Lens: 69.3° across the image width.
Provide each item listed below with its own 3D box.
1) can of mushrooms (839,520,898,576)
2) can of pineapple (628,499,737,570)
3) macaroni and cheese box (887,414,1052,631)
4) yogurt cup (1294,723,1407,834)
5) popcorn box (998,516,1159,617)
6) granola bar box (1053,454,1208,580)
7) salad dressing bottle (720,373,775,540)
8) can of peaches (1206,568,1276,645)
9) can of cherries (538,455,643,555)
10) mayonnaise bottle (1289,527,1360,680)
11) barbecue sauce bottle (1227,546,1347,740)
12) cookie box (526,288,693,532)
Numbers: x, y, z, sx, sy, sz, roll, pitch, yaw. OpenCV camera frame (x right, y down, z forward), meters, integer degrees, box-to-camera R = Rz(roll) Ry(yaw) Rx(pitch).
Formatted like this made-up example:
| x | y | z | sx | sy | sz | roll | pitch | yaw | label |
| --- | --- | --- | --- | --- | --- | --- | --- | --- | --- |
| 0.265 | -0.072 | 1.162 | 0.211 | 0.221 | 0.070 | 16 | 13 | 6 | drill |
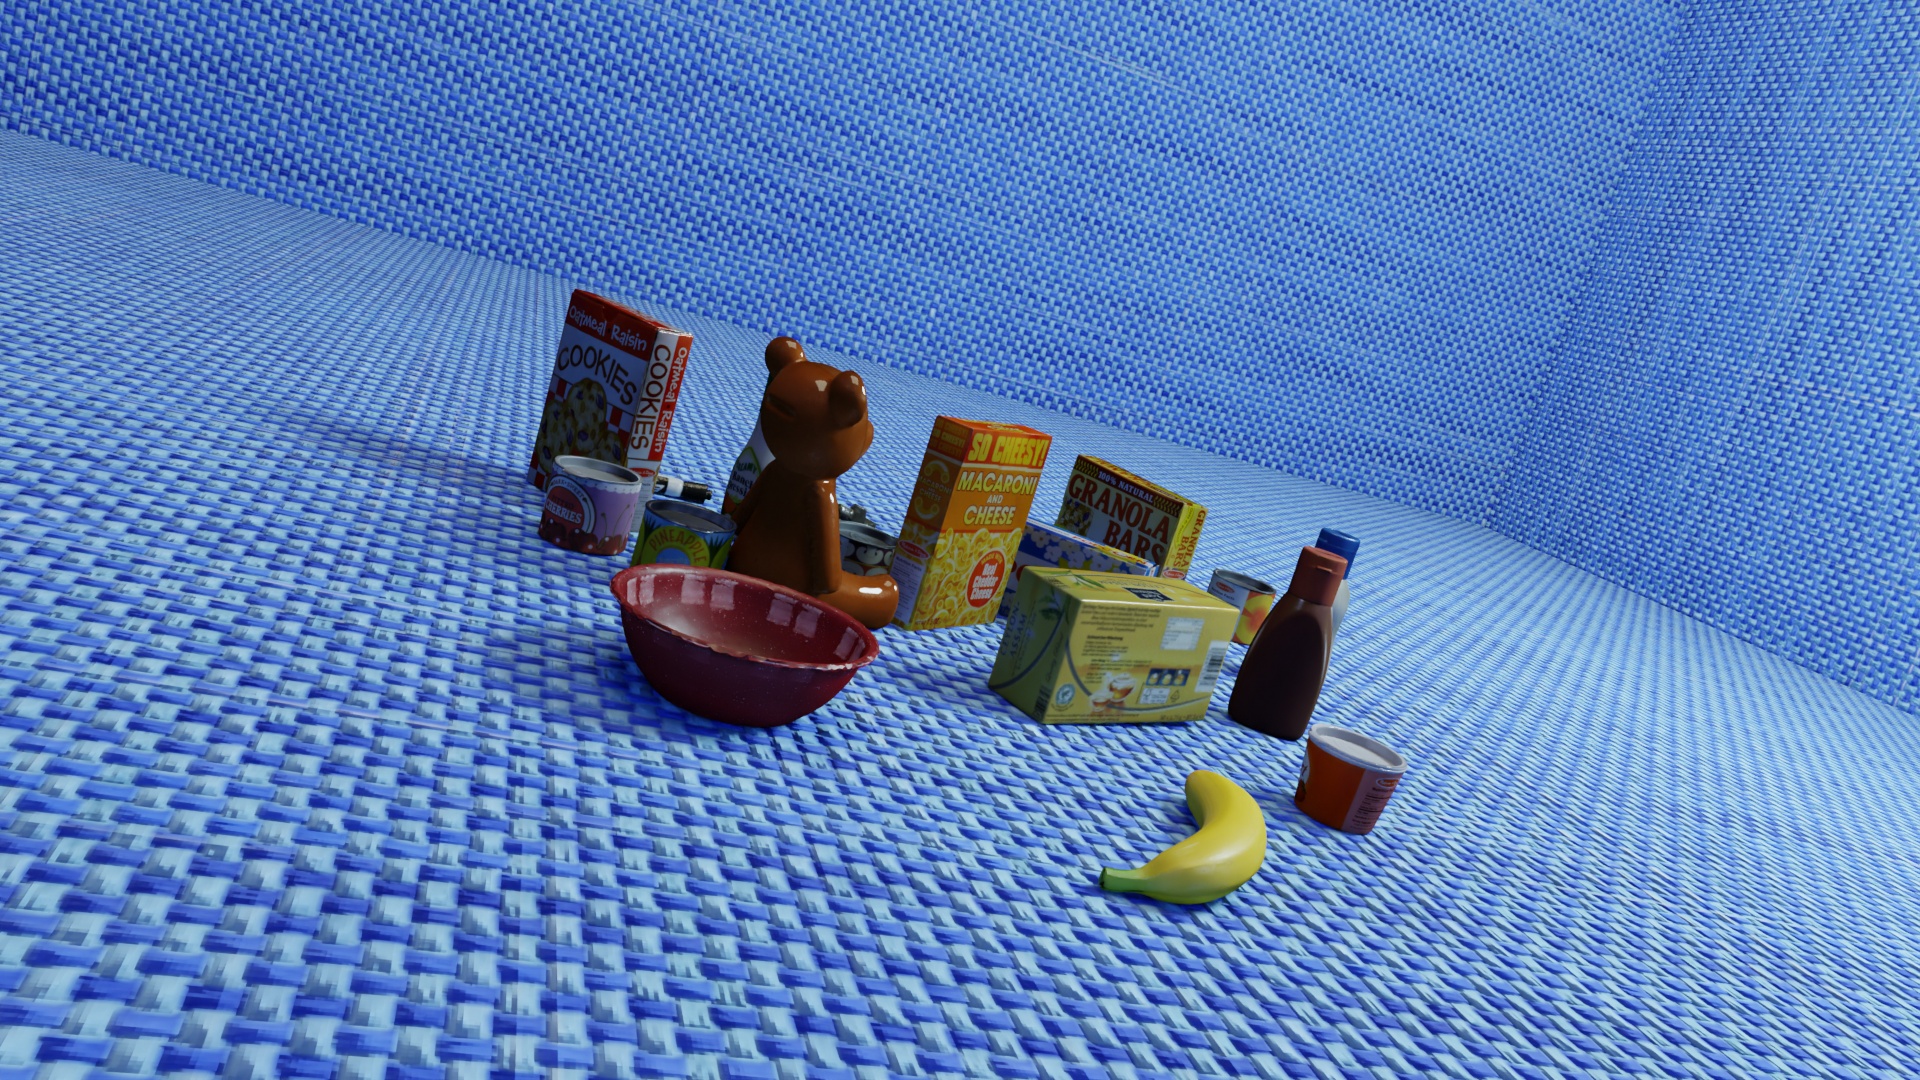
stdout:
| x | y | z | sx | sy | sz | roll | pitch | yaw | label |
| --- | --- | --- | --- | --- | --- | --- | --- | --- | --- |
| -0.085 | 0.009 | 1.206 | 0.071 | 0.033 | 0.071 | 16 | 12 | -3 | can of mushrooms |
| -0.199 | 0.009 | 0.988 | 0.071 | 0.057 | 0.071 | 16 | 11 | -3 | can of pineapple |
| 0.004 | -0.014 | 1.113 | 0.040 | 0.166 | 0.124 | 24 | 13 | 31 | macaroni and cheese box |
| 0.260 | 0.162 | 0.939 | 0.072 | 0.053 | 0.072 | 16 | 11 | -3 | yogurt cup |
| 0.095 | 0.040 | 1.194 | 0.127 | 0.085 | 0.038 | 21 | 12 | 19 | popcorn box |
| 0.161 | -0.003 | 1.392 | 0.039 | 0.124 | 0.166 | 8 | 14 | -38 | granola bar box |
| -0.164 | -0.071 | 1.183 | 0.044 | 0.147 | 0.064 | 6 | 16 | -44 | salad dressing bottle |
| 0.278 | 0.067 | 1.396 | 0.071 | 0.058 | 0.071 | 16 | 11 | -3 | can of peaches |
| -0.278 | -0.026 | 1.035 | 0.071 | 0.058 | 0.071 | 16 | 11 | -3 | can of cherries |
| 0.318 | 0.063 | 1.248 | 0.041 | 0.147 | 0.065 | 12 | 12 | -27 | mayonnaise bottle |
| 0.263 | 0.079 | 1.094 | 0.065 | 0.148 | 0.044 | 18 | 11 | 6 | barbecue sauce bottle |
| -0.286 | -0.106 | 1.124 | 0.123 | 0.167 | 0.040 | 26 | 14 | 38 | cookie box |
